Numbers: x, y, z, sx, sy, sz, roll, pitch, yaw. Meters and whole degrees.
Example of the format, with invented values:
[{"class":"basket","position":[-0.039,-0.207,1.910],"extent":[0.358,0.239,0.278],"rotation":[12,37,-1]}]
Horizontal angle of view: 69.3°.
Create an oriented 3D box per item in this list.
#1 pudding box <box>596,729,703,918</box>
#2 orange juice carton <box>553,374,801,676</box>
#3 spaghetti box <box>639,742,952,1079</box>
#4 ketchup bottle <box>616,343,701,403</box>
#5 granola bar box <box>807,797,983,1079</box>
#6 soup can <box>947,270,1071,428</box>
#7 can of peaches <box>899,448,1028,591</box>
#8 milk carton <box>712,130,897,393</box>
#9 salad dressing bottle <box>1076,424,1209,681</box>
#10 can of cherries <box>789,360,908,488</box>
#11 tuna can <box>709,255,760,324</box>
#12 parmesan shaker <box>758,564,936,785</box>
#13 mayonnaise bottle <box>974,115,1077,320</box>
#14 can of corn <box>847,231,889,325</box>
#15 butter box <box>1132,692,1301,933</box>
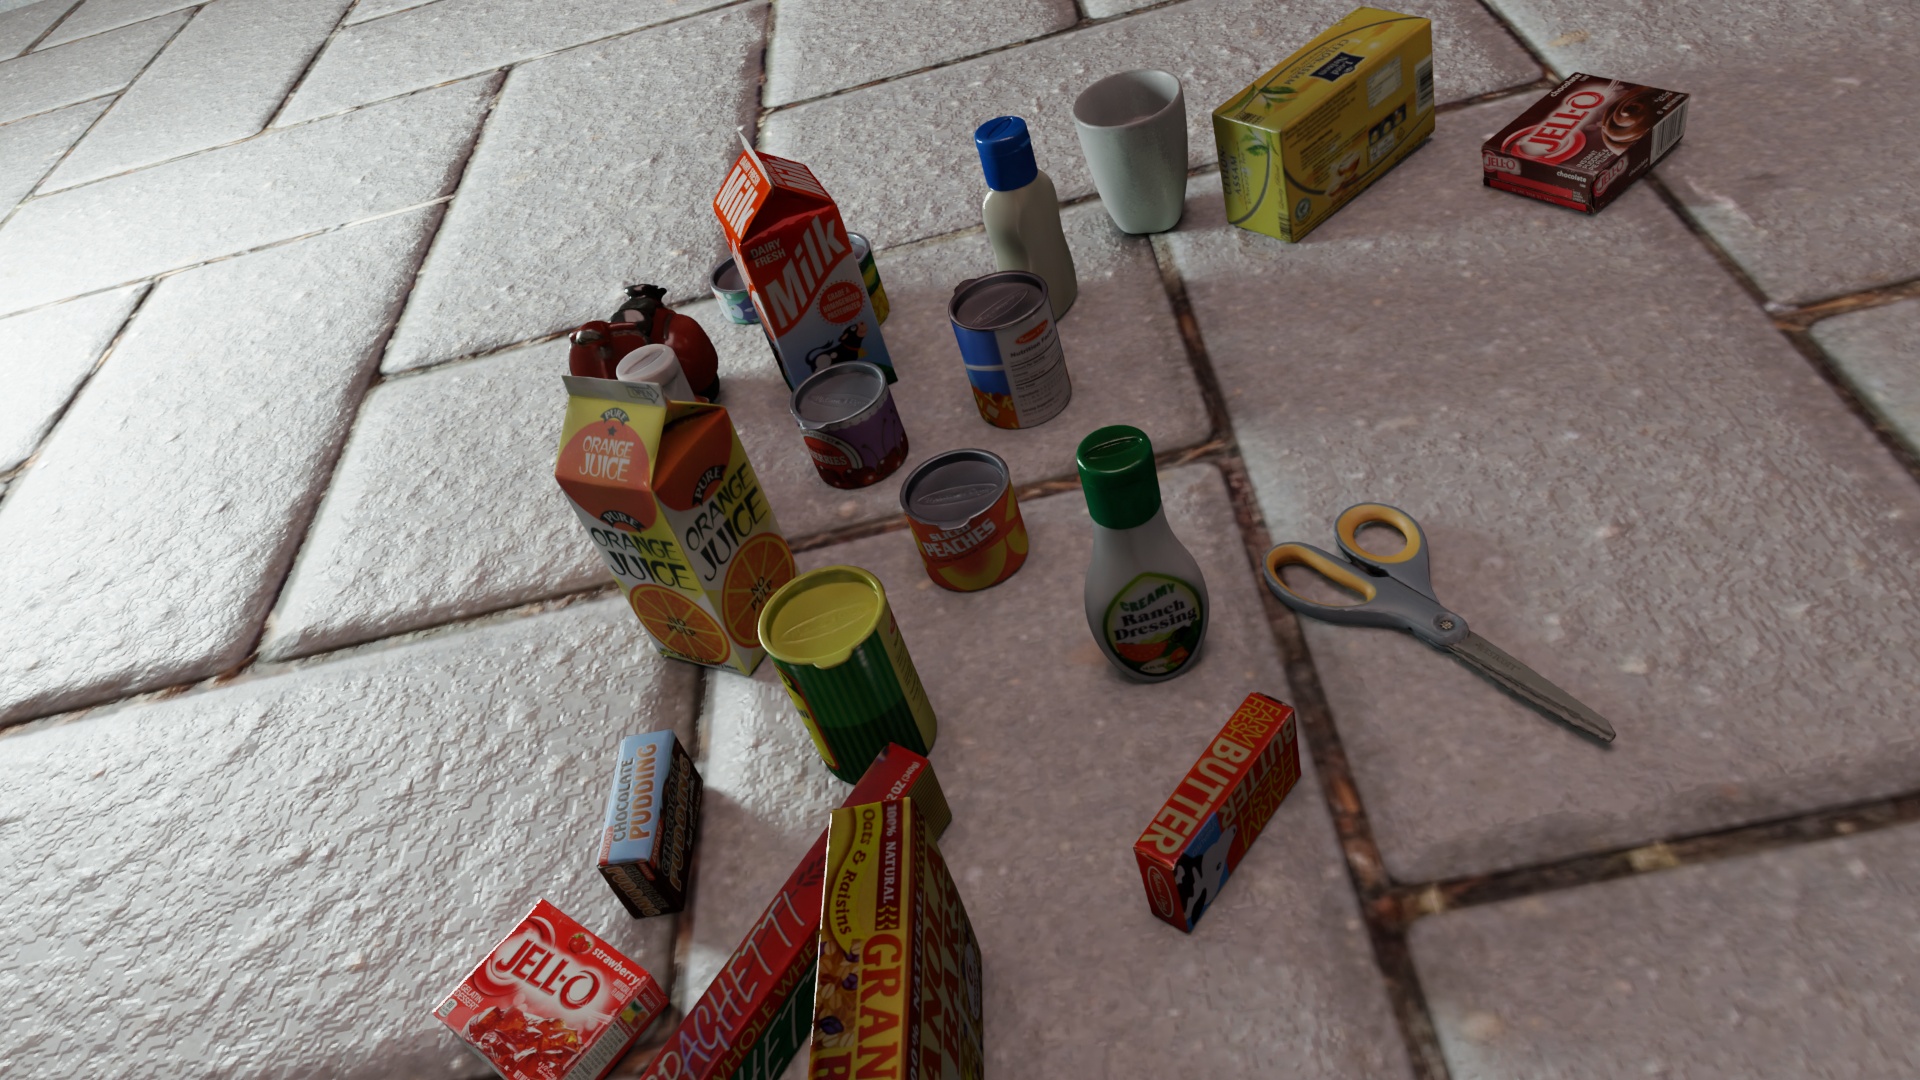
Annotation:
[{"class":"pudding box","position":[-0.160,0.145,0.719],"extent":[0.030,0.049,0.084],"rotation":[-11,42,9]},{"class":"orange juice carton","position":[-0.161,-0.016,0.787],"extent":[0.072,0.191,0.073],"rotation":[10,48,29]},{"class":"spaghetti box","position":[-0.084,0.202,0.628],"extent":[0.029,0.050,0.251],"rotation":[14,50,32]},{"class":"ketchup bottle","position":[-0.168,-0.053,0.863],"extent":[0.065,0.148,0.043],"rotation":[-39,45,-22]},{"class":"granola bar box","position":[-0.021,0.205,0.546],"extent":[0.039,0.123,0.166],"rotation":[-11,42,9]},{"class":"soup can","position":[0.032,-0.127,0.921],"extent":[0.071,0.083,0.072],"rotation":[-10,42,9]},{"class":"can of peaches","position":[0.003,-0.010,0.823],"extent":[0.071,0.057,0.071],"rotation":[-10,42,9]},{"class":"milk carton","position":[-0.112,-0.185,0.956],"extent":[0.073,0.189,0.072],"rotation":[-25,41,-8]},{"class":"salad dressing bottle","position":[0.089,0.008,0.704],"extent":[0.064,0.147,0.044],"rotation":[-17,41,2]},{"class":"can of cherries","position":[-0.075,-0.075,0.922],"extent":[0.071,0.058,0.072],"rotation":[-10,42,9]},{"class":"tuna can","position":[-0.163,-0.206,1.117],"extent":[0.071,0.032,0.071],"rotation":[-10,42,9]},{"class":"parmesan shaker","position":[-0.056,0.074,0.719],"extent":[0.071,0.102,0.072],"rotation":[-10,42,9]},{"class":"mayonnaise bottle","position":[0.044,-0.222,0.972],"extent":[0.041,0.147,0.065],"rotation":[15,51,33]},{"class":"can of corn","position":[-0.093,-0.191,1.055],"extent":[0.071,0.058,0.071],"rotation":[-10,42,9]},{"class":"butter box","position":[0.120,0.123,0.638],"extent":[0.024,0.053,0.104],"rotation":[21,55,37]}]
